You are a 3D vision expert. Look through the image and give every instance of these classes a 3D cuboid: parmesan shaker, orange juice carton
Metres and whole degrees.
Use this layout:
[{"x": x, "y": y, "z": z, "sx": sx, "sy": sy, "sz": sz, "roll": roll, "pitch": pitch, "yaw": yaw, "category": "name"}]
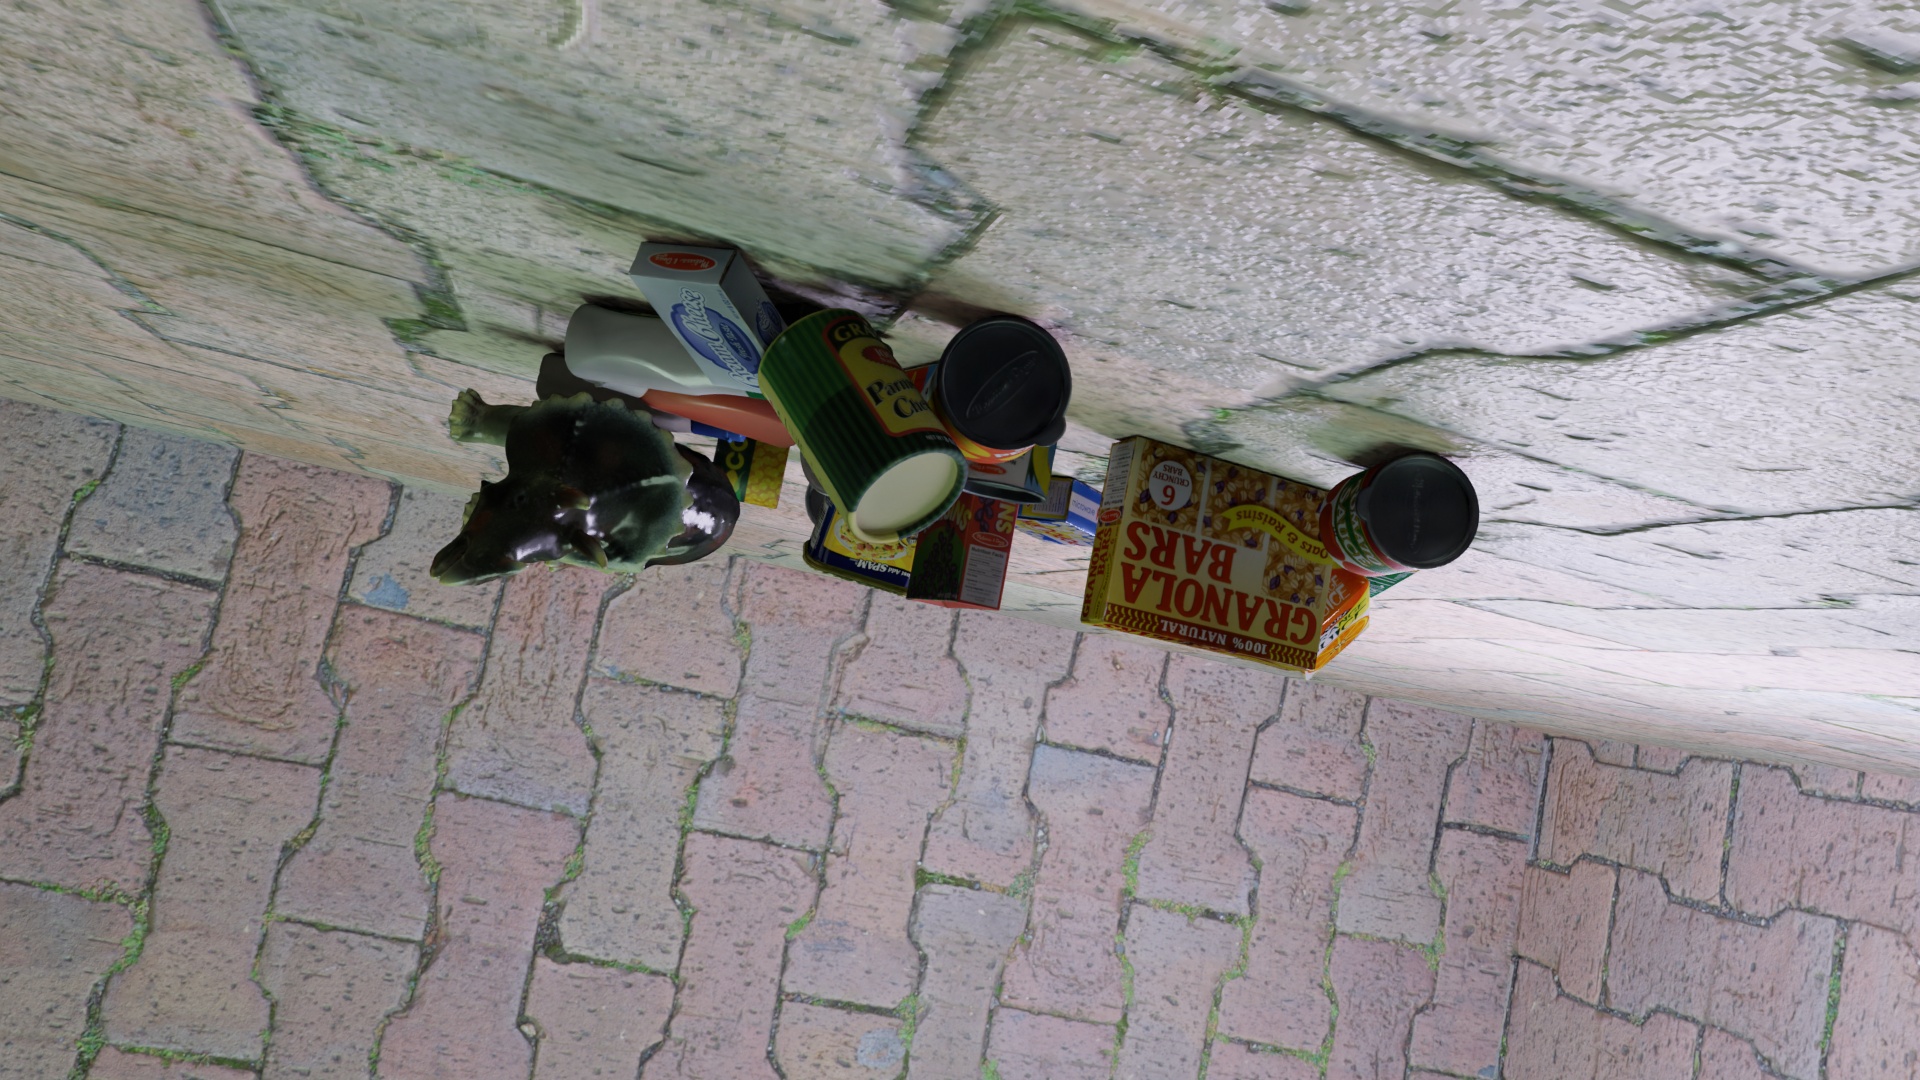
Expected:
[{"x": -0.047, "y": -0.056, "z": 0.688, "sx": 0.071, "sy": 0.071, "sz": 0.103, "roll": 21, "pitch": -151, "yaw": -55, "category": "parmesan shaker"}, {"x": 0.273, "y": 0.045, "z": 1.101, "sx": 0.073, "sy": 0.072, "sz": 0.192, "roll": 49, "pitch": -179, "yaw": 23, "category": "orange juice carton"}]

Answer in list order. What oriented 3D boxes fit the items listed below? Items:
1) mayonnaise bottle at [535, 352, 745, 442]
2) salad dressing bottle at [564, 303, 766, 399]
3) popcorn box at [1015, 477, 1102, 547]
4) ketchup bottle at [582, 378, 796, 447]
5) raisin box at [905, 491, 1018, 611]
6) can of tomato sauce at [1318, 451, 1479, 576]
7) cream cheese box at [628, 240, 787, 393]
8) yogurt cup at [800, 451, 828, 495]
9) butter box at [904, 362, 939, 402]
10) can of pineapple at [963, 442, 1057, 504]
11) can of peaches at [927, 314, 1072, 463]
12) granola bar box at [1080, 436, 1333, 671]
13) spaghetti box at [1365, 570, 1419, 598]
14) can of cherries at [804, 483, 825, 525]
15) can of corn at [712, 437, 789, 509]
[{"x": -0.228, "y": -0.103, "z": 1.012, "sx": 0.148, "sy": 0.041, "sz": 0.064, "roll": 10, "pitch": 174, "yaw": -1, "category": "mayonnaise bottle"}, {"x": -0.156, "y": -0.108, "z": 0.821, "sx": 0.148, "sy": 0.044, "sz": 0.064, "roll": 9, "pitch": 173, "yaw": 8, "category": "salad dressing bottle"}, {"x": 0.081, "y": -0.024, "z": 1.168, "sx": 0.085, "sy": 0.038, "sz": 0.126, "roll": 6, "pitch": 172, "yaw": 32, "category": "popcorn box"}, {"x": -0.172, "y": -0.100, "z": 0.913, "sx": 0.149, "sy": 0.043, "sz": 0.064, "roll": 16, "pitch": 172, "yaw": -33, "category": "ketchup bottle"}, {"x": 0.004, "y": -0.013, "z": 1.015, "sx": 0.040, "sy": 0.123, "sz": 0.086, "roll": 14, "pitch": 173, "yaw": -25, "category": "raisin box"}, {"x": 0.253, "y": -0.013, "z": 0.815, "sx": 0.071, "sy": 0.071, "sz": 0.083, "roll": 12, "pitch": 174, "yaw": -2, "category": "can of tomato sauce"}, {"x": -0.119, "y": -0.110, "z": 0.699, "sx": 0.053, "sy": 0.024, "sz": 0.103, "roll": 11, "pitch": 158, "yaw": 21, "category": "cream cheese box"}, {"x": -0.072, "y": -0.063, "z": 0.986, "sx": 0.072, "sy": 0.072, "sz": 0.054, "roll": 6, "pitch": 180, "yaw": 38, "category": "yogurt cup"}, {"x": -0.022, "y": -0.075, "z": 0.822, "sx": 0.024, "sy": 0.053, "sz": 0.103, "roll": 17, "pitch": 172, "yaw": -29, "category": "butter box"}, {"x": 0.027, "y": -0.058, "z": 0.868, "sx": 0.071, "sy": 0.058, "sz": 0.071, "roll": 12, "pitch": 174, "yaw": 1, "category": "can of pineapple"}, {"x": 0.020, "y": -0.072, "z": 0.696, "sx": 0.071, "sy": 0.071, "sz": 0.058, "roll": 12, "pitch": 174, "yaw": -6, "category": "can of peaches"}, {"x": 0.168, "y": 0.011, "z": 0.927, "sx": 0.166, "sy": 0.124, "sz": 0.039, "roll": 14, "pitch": 171, "yaw": -21, "category": "granola bar box"}, {"x": 0.333, "y": 0.017, "z": 1.127, "sx": 0.050, "sy": 0.029, "sz": 0.250, "roll": 11, "pitch": 174, "yaw": 8, "category": "spaghetti box"}, {"x": -0.108, "y": -0.036, "z": 1.294, "sx": 0.071, "sy": 0.071, "sz": 0.058, "roll": 11, "pitch": 174, "yaw": 7, "category": "can of cherries"}, {"x": -0.174, "y": -0.065, "z": 1.148, "sx": 0.058, "sy": 0.071, "sz": 0.071, "roll": 12, "pitch": 174, "yaw": -8, "category": "can of corn"}]
